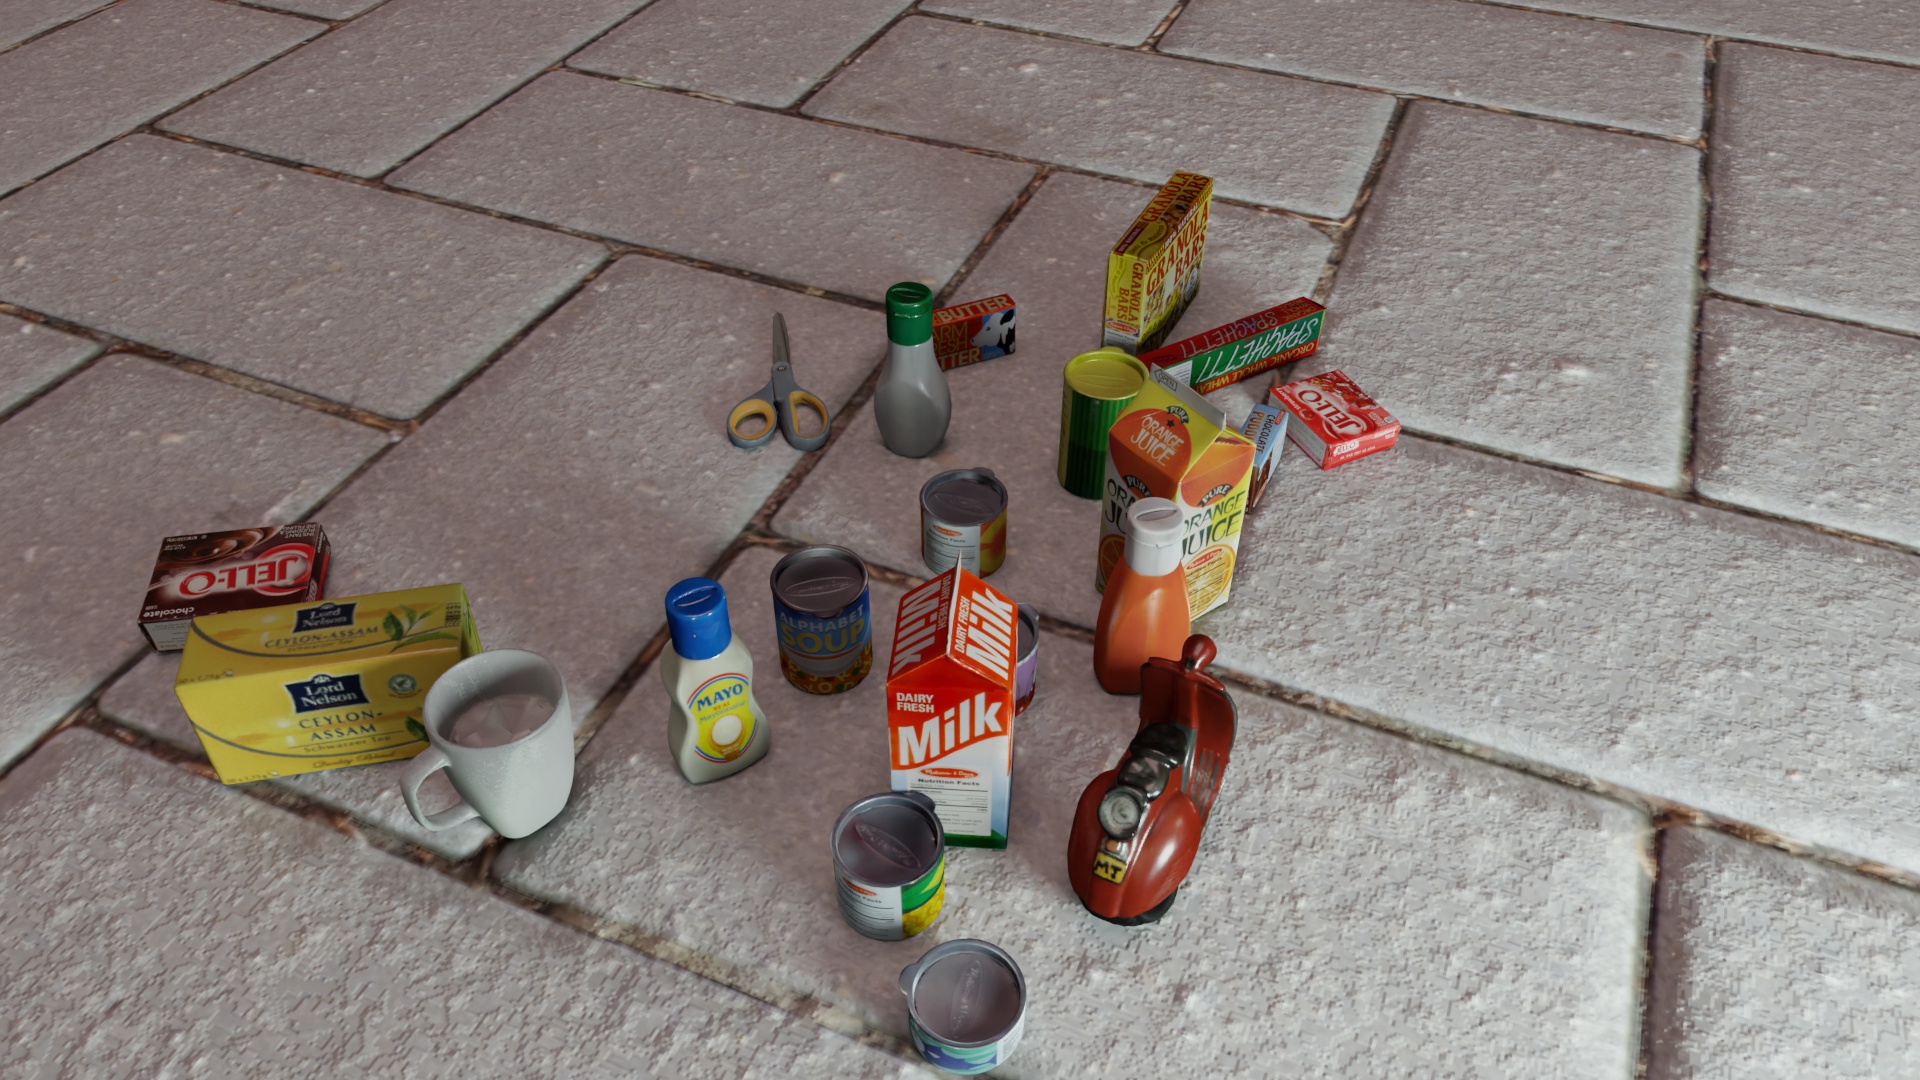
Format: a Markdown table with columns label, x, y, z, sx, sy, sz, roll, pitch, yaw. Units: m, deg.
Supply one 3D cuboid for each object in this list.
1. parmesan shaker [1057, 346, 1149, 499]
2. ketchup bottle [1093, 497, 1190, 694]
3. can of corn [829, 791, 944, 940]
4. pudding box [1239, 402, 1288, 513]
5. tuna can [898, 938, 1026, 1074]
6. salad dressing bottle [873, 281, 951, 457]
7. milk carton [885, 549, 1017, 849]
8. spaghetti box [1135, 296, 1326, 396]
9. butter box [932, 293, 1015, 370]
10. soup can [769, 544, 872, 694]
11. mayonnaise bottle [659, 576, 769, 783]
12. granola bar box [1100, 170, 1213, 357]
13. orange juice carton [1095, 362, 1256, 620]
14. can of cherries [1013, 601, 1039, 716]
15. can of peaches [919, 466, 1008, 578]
| label | x | y | z | sx | sy | sz | roll | pitch | yaw |
| --- | --- | --- | --- | --- | --- | --- | --- | --- | --- |
| parmesan shaker | 0.113 | -0.093 | 1.107 | 0.071 | 0.102 | 0.072 | 0 | 42 | 0 |
| ketchup bottle | 0.125 | 0.039 | 0.927 | 0.065 | 0.148 | 0.044 | -10 | 43 | -11 |
| can of corn | -0.041 | 0.192 | 0.824 | 0.071 | 0.058 | 0.071 | 0 | 42 | 0 |
| pudding box | 0.236 | -0.067 | 1.118 | 0.030 | 0.049 | 0.084 | 18 | 45 | 19 |
| tuna can | 0.001 | 0.258 | 0.770 | 0.071 | 0.032 | 0.071 | 0 | 42 | 0 |
| salad dressing bottle | -0.039 | -0.137 | 1.122 | 0.064 | 0.146 | 0.044 | 12 | 43 | 13 |
| milk carton | -0.004 | 0.098 | 0.830 | 0.073 | 0.189 | 0.073 | 3 | 42 | 3 |
| spaghetti box | 0.214 | -0.154 | 1.214 | 0.251 | 0.049 | 0.029 | -22 | 46 | -23 |
| butter box | 0.000 | -0.184 | 1.244 | 0.104 | 0.052 | 0.024 | -16 | 45 | -17 |
| soup can | -0.094 | 0.057 | 0.955 | 0.071 | 0.083 | 0.072 | 0 | 42 | 0 |
| mayonnaise bottle | -0.158 | 0.088 | 0.873 | 0.065 | 0.147 | 0.041 | -21 | 46 | -22 |
| granola bar box | 0.177 | -0.241 | 1.256 | 0.039 | 0.123 | 0.166 | 19 | 45 | 20 |
| orange juice carton | 0.149 | -0.030 | 0.970 | 0.073 | 0.191 | 0.072 | -26 | 48 | -26 |
| can of cherries | 0.022 | 0.081 | 0.947 | 0.071 | 0.058 | 0.072 | 0 | 42 | 0 |
| can of peaches | 0.004 | -0.013 | 1.052 | 0.071 | 0.057 | 0.071 | 0 | 42 | 0 |
